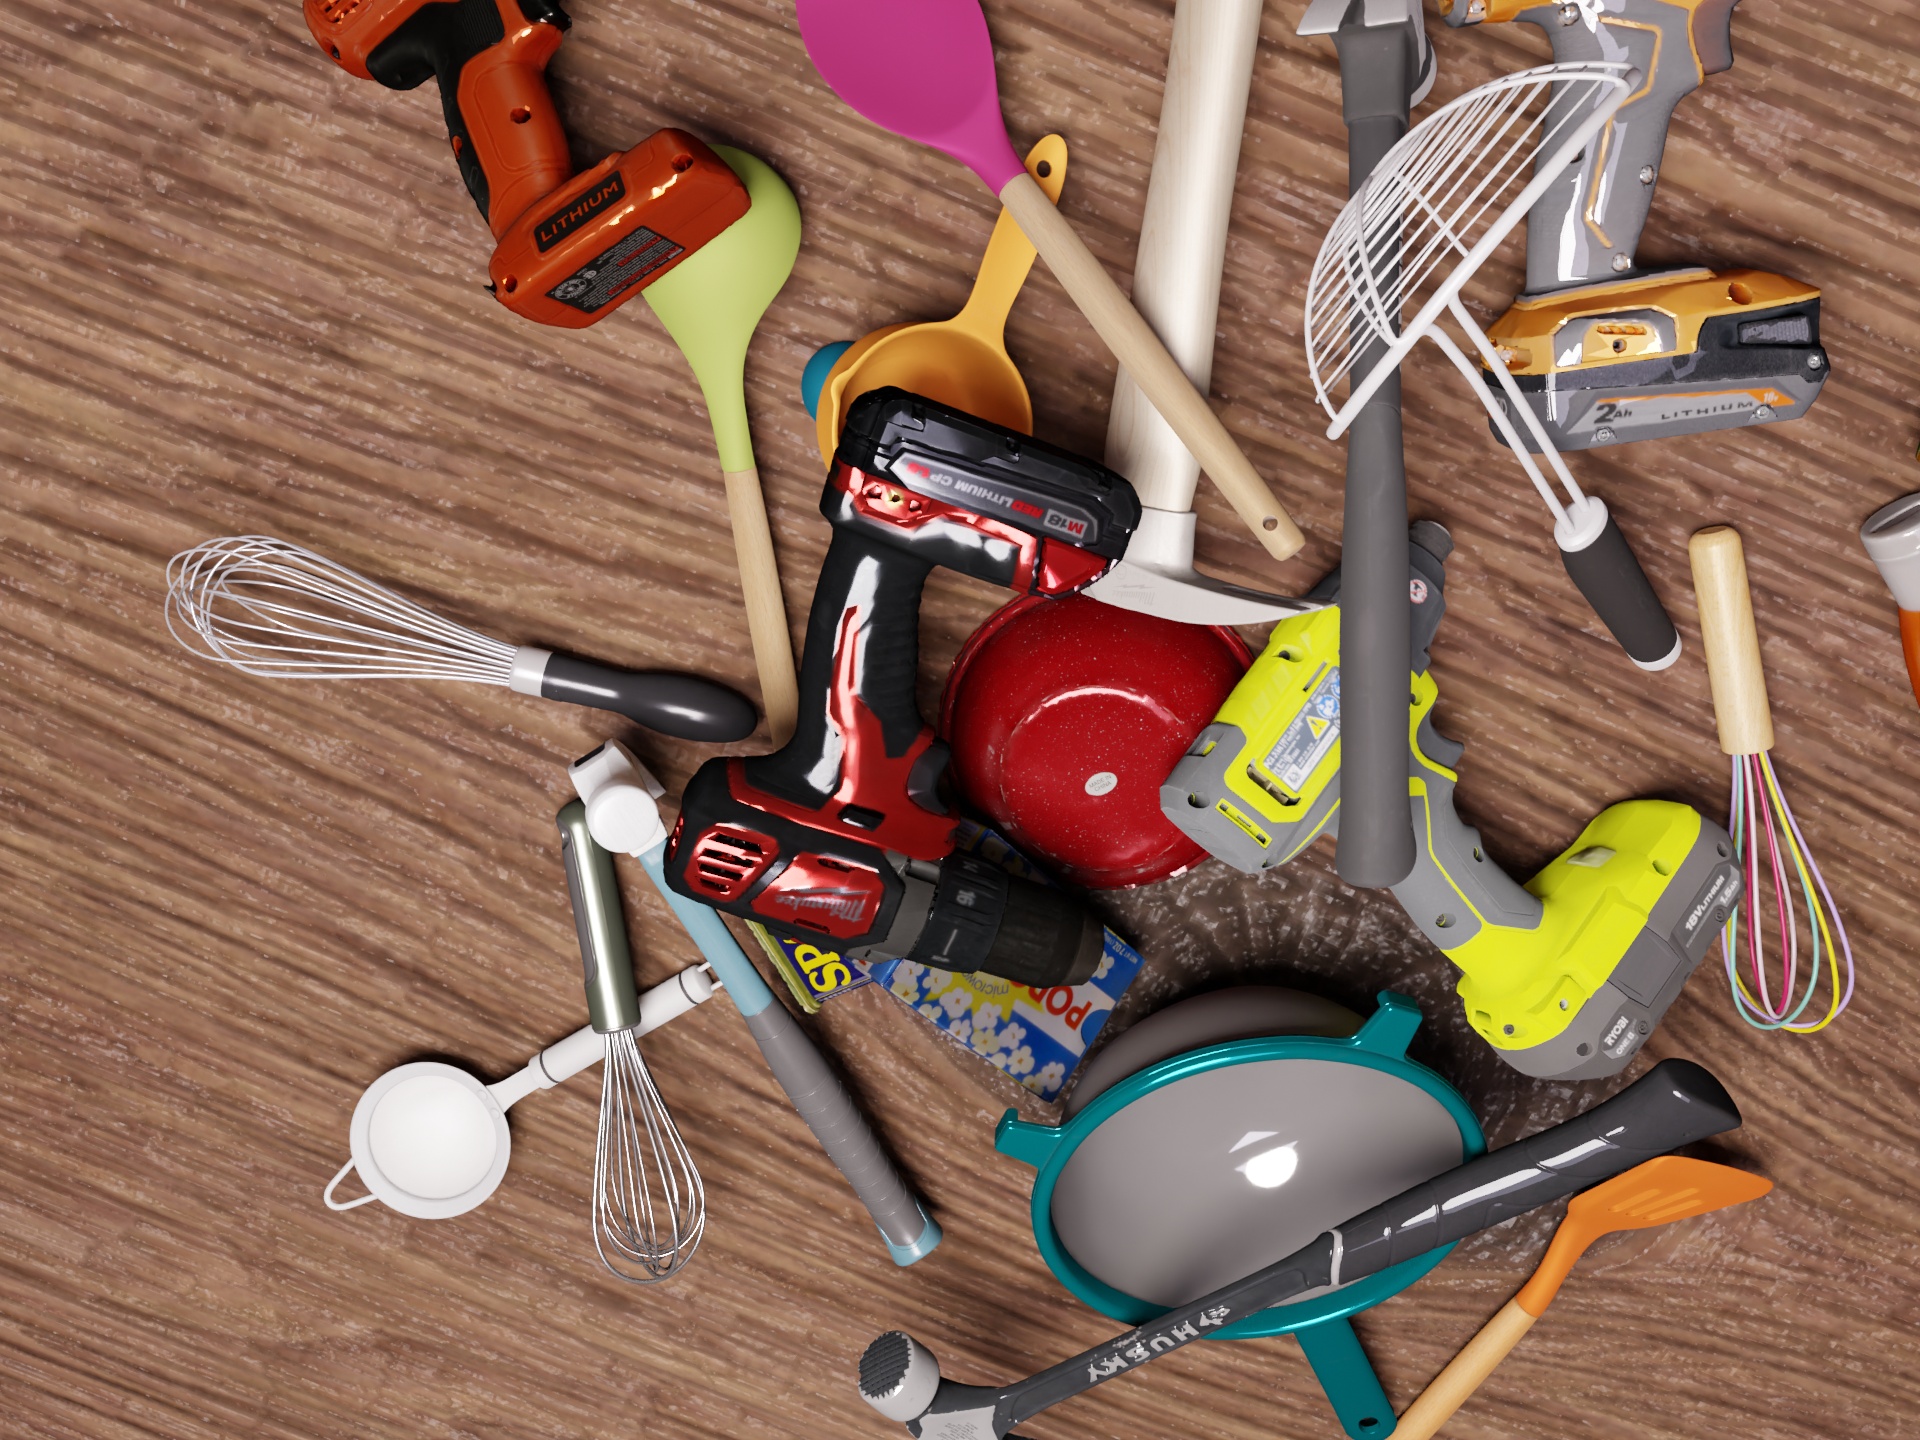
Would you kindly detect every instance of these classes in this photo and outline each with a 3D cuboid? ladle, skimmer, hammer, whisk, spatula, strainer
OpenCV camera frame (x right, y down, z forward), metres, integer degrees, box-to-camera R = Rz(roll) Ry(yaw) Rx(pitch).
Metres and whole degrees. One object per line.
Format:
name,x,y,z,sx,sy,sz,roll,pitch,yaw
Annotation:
ladle,-0.092,-0.095,0.729,0.078,0.062,0.320,1,118,16
skimmer,0.222,-0.085,0.557,0.127,0.090,0.362,-50,137,5
hammer,-0.094,0.147,0.778,0.033,0.128,0.330,-32,113,-8
whisk,-0.172,0.161,0.798,0.059,0.058,0.246,-11,91,-30
spatula,0.287,0.330,0.833,0.081,0.041,0.322,19,115,-24
whisk,0.354,0.032,0.717,0.051,0.047,0.245,-16,104,0
whisk,-0.236,-0.031,0.760,0.284,0.070,0.070,14,112,-4
strainer,0.160,0.244,0.802,0.211,0.095,0.340,-20,125,11
hammer,0.103,-0.242,0.619,0.146,0.038,0.410,18,112,37
strainer,-0.225,0.190,0.846,0.258,0.050,0.087,-30,95,11
hammer,0.157,0.259,0.732,0.409,0.036,0.149,-31,122,17
hammer,0.156,-0.102,0.599,0.035,0.146,0.334,1,99,21

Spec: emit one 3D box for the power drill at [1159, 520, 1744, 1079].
power drill,0.220,0.036,0.695,0.223,0.080,0.171,39,83,-8

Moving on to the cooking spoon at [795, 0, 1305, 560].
cooking spoon,0.036,-0.192,0.631,0.069,0.017,0.319,-37,81,11

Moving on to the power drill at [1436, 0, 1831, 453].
power drill,0.283,-0.228,0.609,0.185,0.084,0.226,-7,105,8

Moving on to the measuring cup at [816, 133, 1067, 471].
measuring cup,-0.001,-0.165,0.679,0.095,0.052,0.173,21,96,-22

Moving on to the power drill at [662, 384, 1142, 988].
power drill,-0.001,-0.002,0.645,0.188,0.080,0.226,19,103,-10

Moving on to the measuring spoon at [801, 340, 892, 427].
measuring spoon,-0.048,-0.106,0.722,0.042,0.021,0.128,-3,108,8
